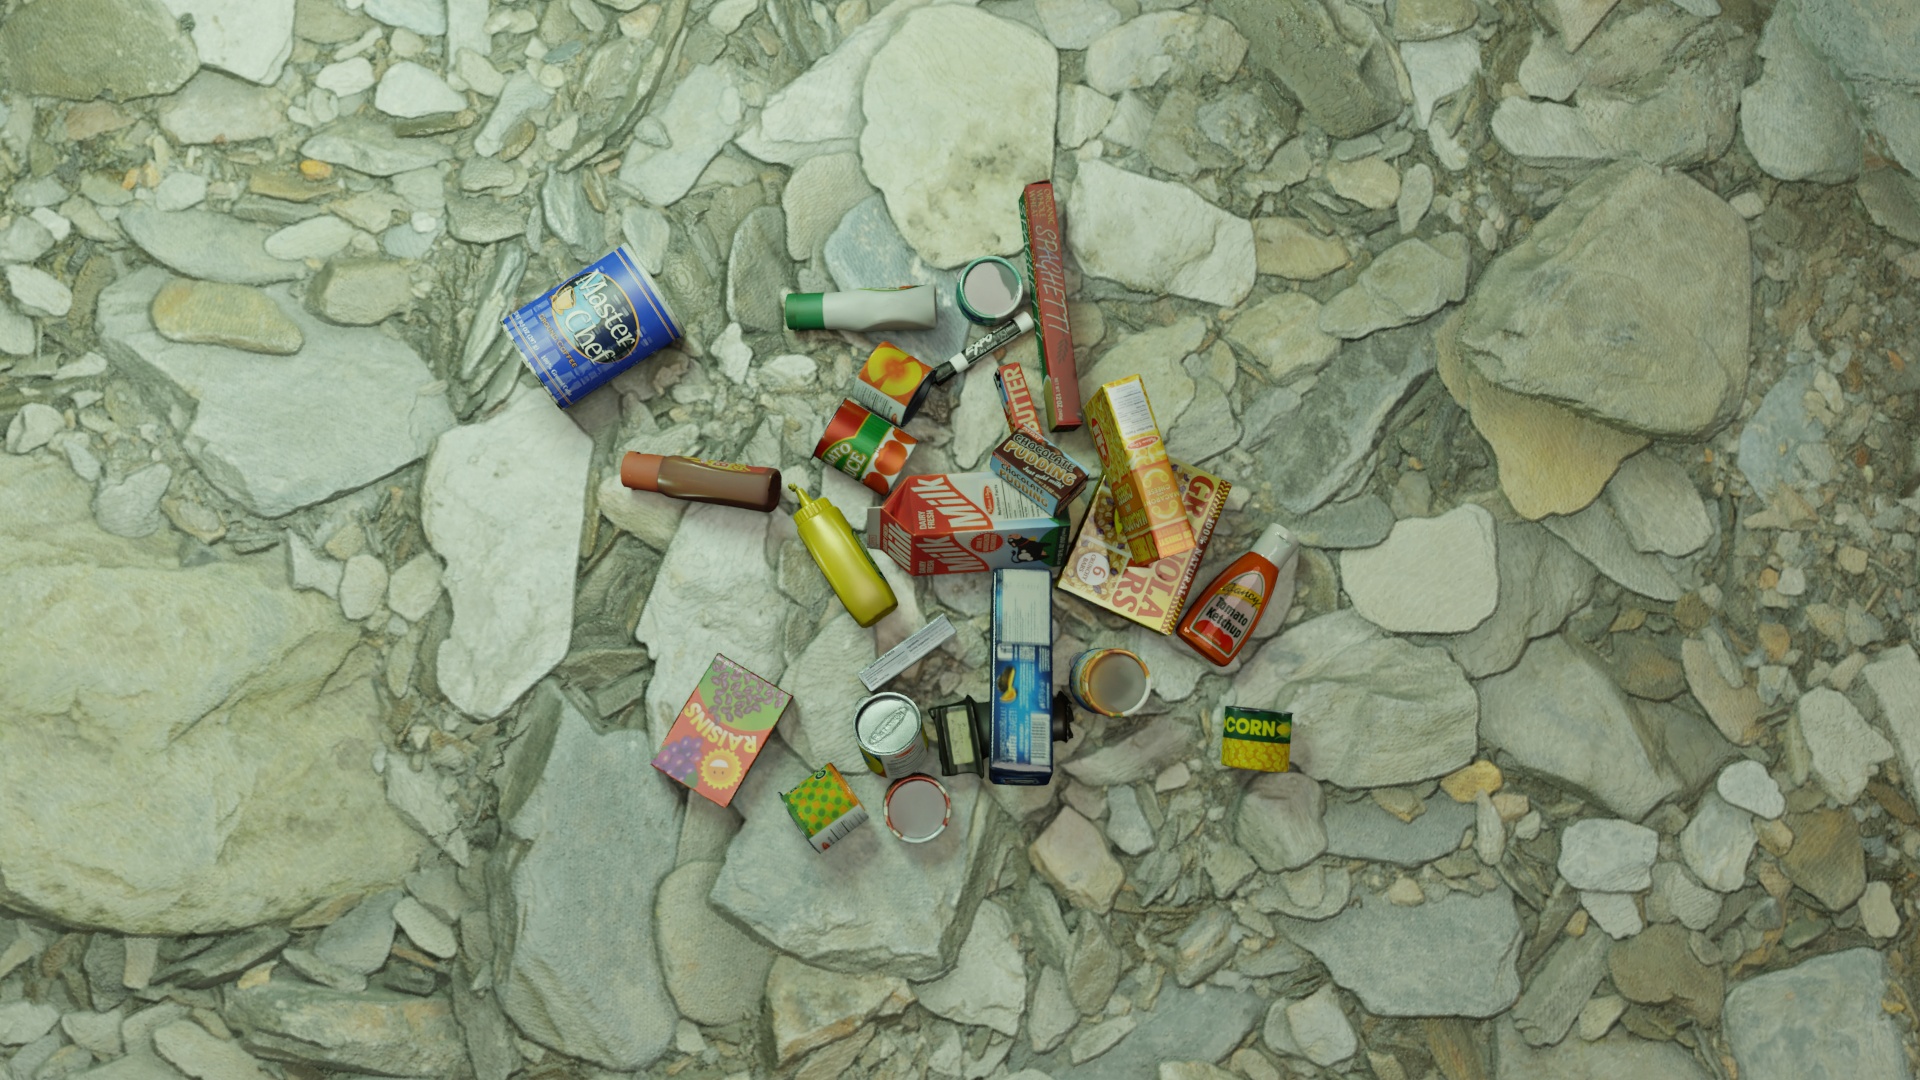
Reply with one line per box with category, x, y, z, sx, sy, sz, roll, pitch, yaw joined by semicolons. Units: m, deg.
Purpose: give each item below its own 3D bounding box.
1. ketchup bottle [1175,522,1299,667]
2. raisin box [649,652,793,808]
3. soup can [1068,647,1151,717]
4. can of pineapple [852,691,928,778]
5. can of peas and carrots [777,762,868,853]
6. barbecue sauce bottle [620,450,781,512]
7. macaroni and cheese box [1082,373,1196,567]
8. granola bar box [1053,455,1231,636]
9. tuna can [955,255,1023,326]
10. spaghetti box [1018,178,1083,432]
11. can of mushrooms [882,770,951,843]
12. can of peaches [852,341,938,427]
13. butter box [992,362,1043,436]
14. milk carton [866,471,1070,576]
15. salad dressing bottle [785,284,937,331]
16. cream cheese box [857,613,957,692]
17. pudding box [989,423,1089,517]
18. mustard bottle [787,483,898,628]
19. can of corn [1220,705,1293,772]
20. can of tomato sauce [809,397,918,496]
ketchup bottle;0.281;0.051;1.387;0.065;0.043;0.149;38;82;-1
raisin box;-0.228;0.181;1.331;0.086;0.040;0.123;31;82;-3
soup can;0.142;0.136;1.346;0.071;0.083;0.071;0;85;-5
can of pineapple;-0.067;0.185;1.325;0.071;0.057;0.071;-3;56;5
can of peas and carrots;-0.130;0.252;1.320;0.059;0.071;0.071;-35;89;-8
barbecue sauce bottle;-0.251;-0.058;1.341;0.148;0.065;0.043;8;93;4
macaroni and cheese box;0.167;-0.063;1.307;0.040;0.123;0.166;-18;86;-5
granola bar box;0.181;-0.004;1.385;0.124;0.039;0.165;24;83;-2
tuna can;0.027;-0.252;1.397;0.071;0.033;0.071;0;85;-6
spaghetti box;0.090;-0.234;1.392;0.029;0.050;0.250;-7;85;-7
can of mushrooms;-0.043;0.257;1.344;0.071;0.033;0.071;0;85;-5
can of peaches;-0.064;-0.155;1.361;0.058;0.071;0.071;30;83;5
butter box;0.060;-0.122;1.378;0.024;0.053;0.103;-17;87;-4
milk carton;0.005;-0.017;1.342;0.191;0.072;0.074;-3;55;-6
salad dressing bottle;-0.097;-0.228;1.371;0.148;0.064;0.044;-2;95;2
cream cheese box;-0.051;0.110;1.346;0.104;0.053;0.024;-35;87;-7
pudding box;0.075;-0.067;1.315;0.084;0.030;0.050;39;60;17
mustard bottle;-0.120;0.008;1.345;0.049;0.065;0.160;-33;85;-3
can of corn;0.289;0.194;1.361;0.071;0.071;0.058;6;85;-5
can of tomato sauce;-0.093;-0.089;1.353;0.083;0.071;0.071;30;83;-3
